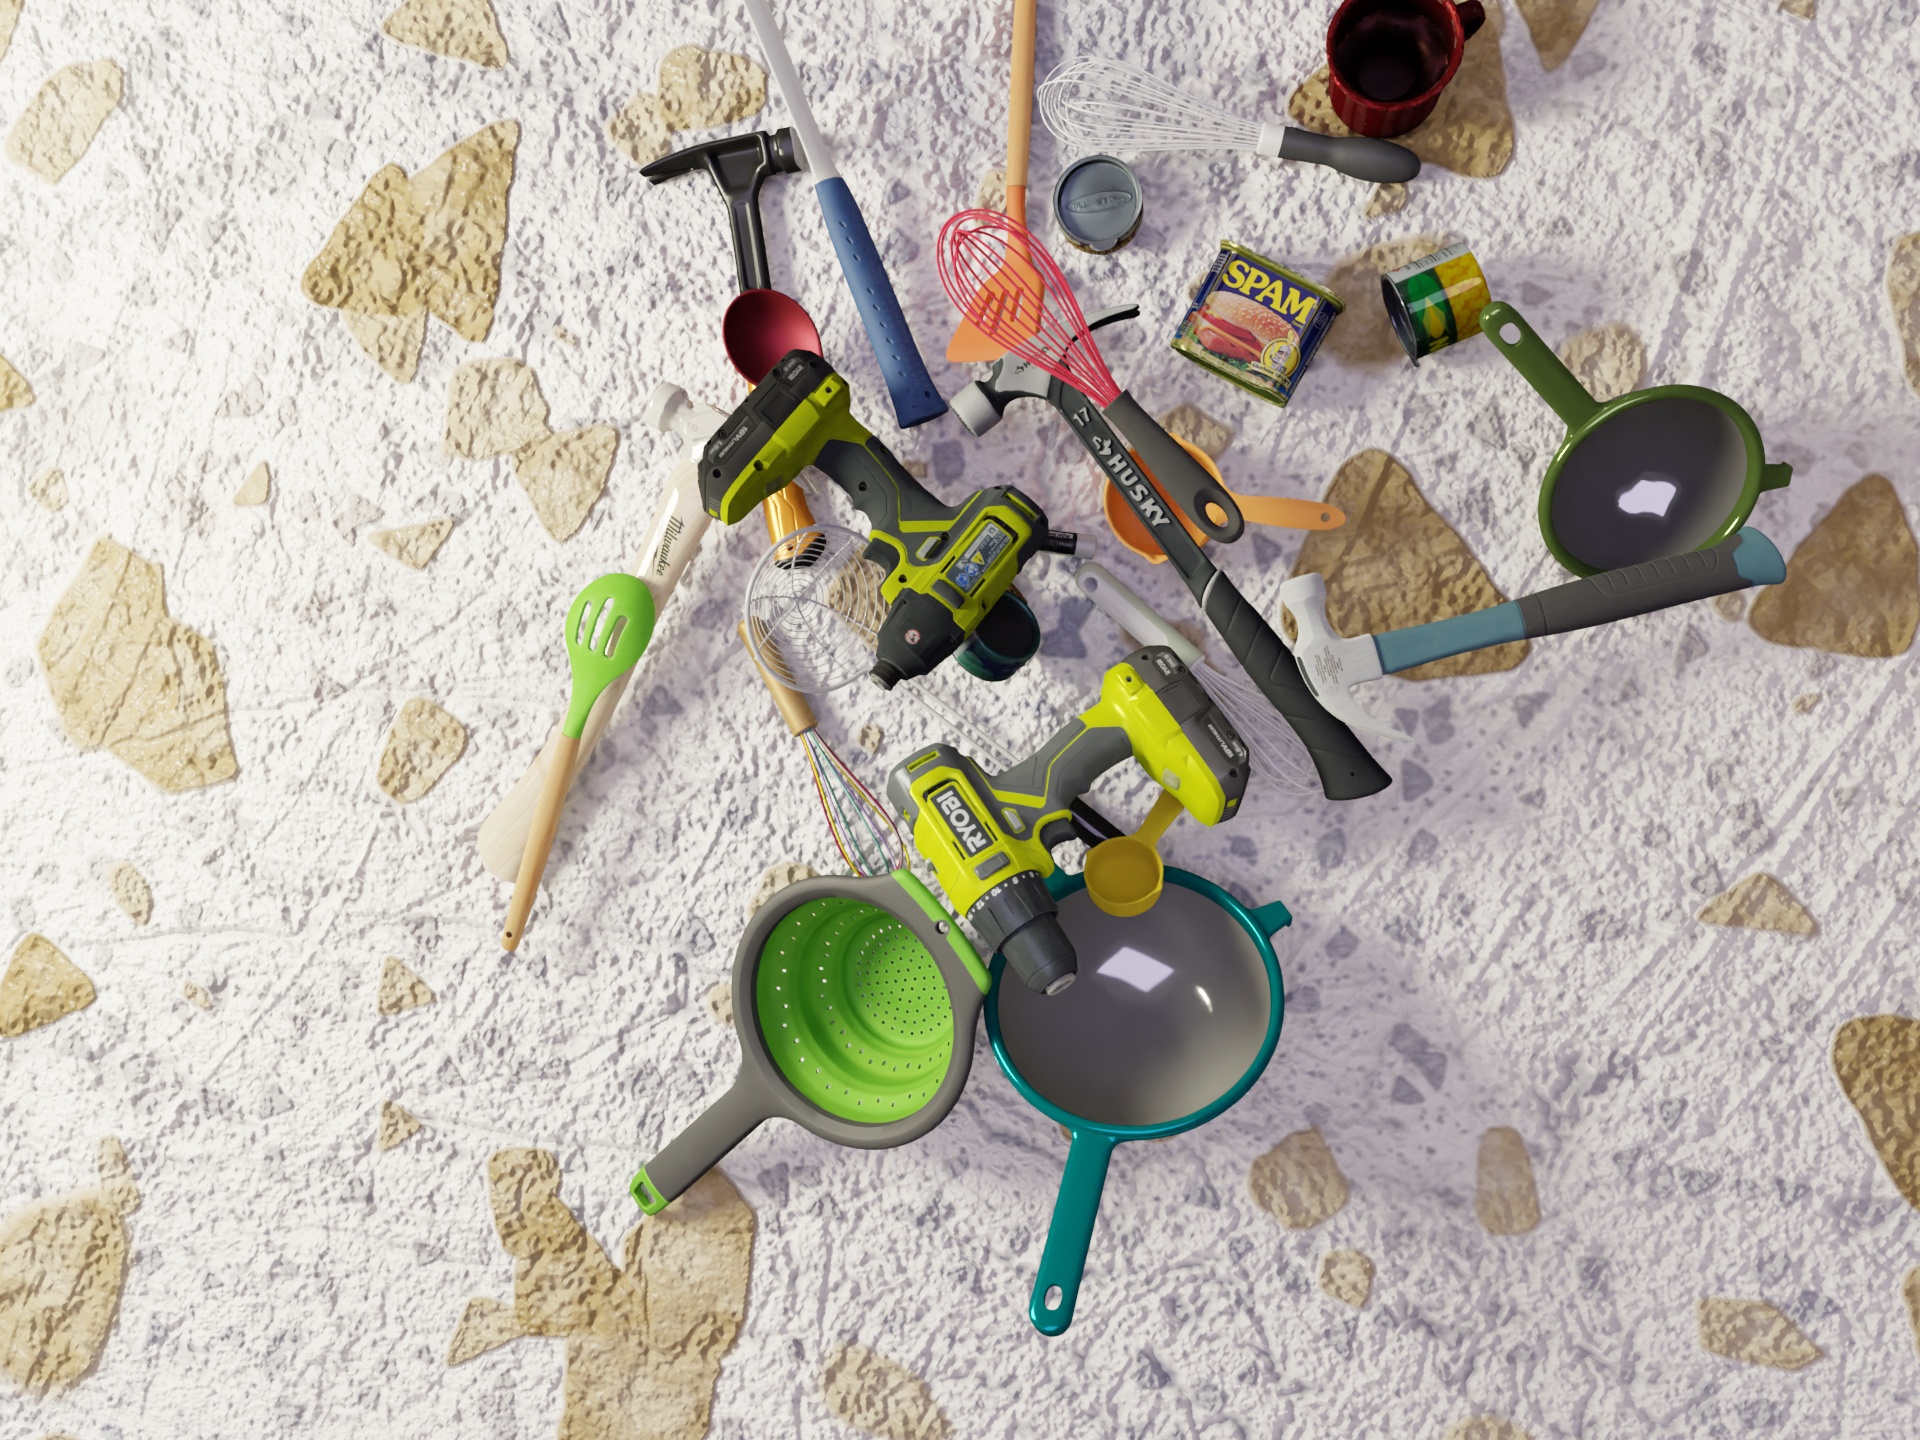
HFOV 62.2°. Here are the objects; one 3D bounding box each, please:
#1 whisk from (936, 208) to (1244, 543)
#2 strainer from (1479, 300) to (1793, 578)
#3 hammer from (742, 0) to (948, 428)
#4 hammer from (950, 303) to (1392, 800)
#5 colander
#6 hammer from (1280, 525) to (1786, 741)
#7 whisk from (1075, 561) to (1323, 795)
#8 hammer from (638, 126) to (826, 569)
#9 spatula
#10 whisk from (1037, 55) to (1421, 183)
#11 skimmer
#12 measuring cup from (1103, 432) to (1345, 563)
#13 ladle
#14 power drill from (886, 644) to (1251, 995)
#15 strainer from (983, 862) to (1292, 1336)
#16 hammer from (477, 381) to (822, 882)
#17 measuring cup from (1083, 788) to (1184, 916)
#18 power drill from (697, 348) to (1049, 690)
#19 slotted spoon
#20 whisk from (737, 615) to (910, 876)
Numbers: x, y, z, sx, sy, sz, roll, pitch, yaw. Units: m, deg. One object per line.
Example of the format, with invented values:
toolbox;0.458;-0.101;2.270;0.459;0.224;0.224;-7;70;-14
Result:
whisk;0.092;-0.234;1.094;0.073;0.073;0.296;-43;93;8
strainer;0.430;-0.202;1.084;0.256;0.069;0.151;38;115;-22
hammer;-0.108;-0.414;1.195;0.035;0.144;0.405;-18;95;51
hammer;0.171;-0.112;1.130;0.149;0.036;0.409;-37;86;8
colander;-0.115;0.257;1.220;0.397;0.094;0.204;-44;77;26
hammer;0.394;-0.073;1.086;0.331;0.033;0.128;-14;89;2
whisk;0.178;-0.033;1.178;0.246;0.059;0.057;43;125;11
hammer;-0.161;-0.283;1.235;0.127;0.034;0.337;-9;90;9
spatula;0.039;-0.427;1.194;0.081;0.041;0.322;3;90;34
whisk;0.195;-0.431;1.160;0.284;0.070;0.070;13;93;4
skimmer;-0.002;-0.004;1.184;0.363;0.090;0.127;38;78;6
measuring cup;0.193;-0.156;1.169;0.173;0.052;0.095;8;93;7
ladle;-0.060;-0.199;1.204;0.069;0.031;0.315;-44;94;-2
power drill;0.086;0.066;1.117;0.228;0.080;0.191;-30;68;-12
strainer;0.108;0.267;1.117;0.211;0.095;0.341;9;59;17
hammer;-0.260;-0.047;1.238;0.146;0.038;0.410;31;101;10
measuring cup;0.146;0.081;1.169;0.062;0.029;0.156;25;59;25
power drill;-0.071;-0.142;1.134;0.223;0.080;0.171;38;76;1
slotted spoon;-0.305;0.036;1.226;0.070;0.031;0.313;22;102;12
whisk;-0.107;0.026;1.233;0.047;0.051;0.245;-28;82;-12
